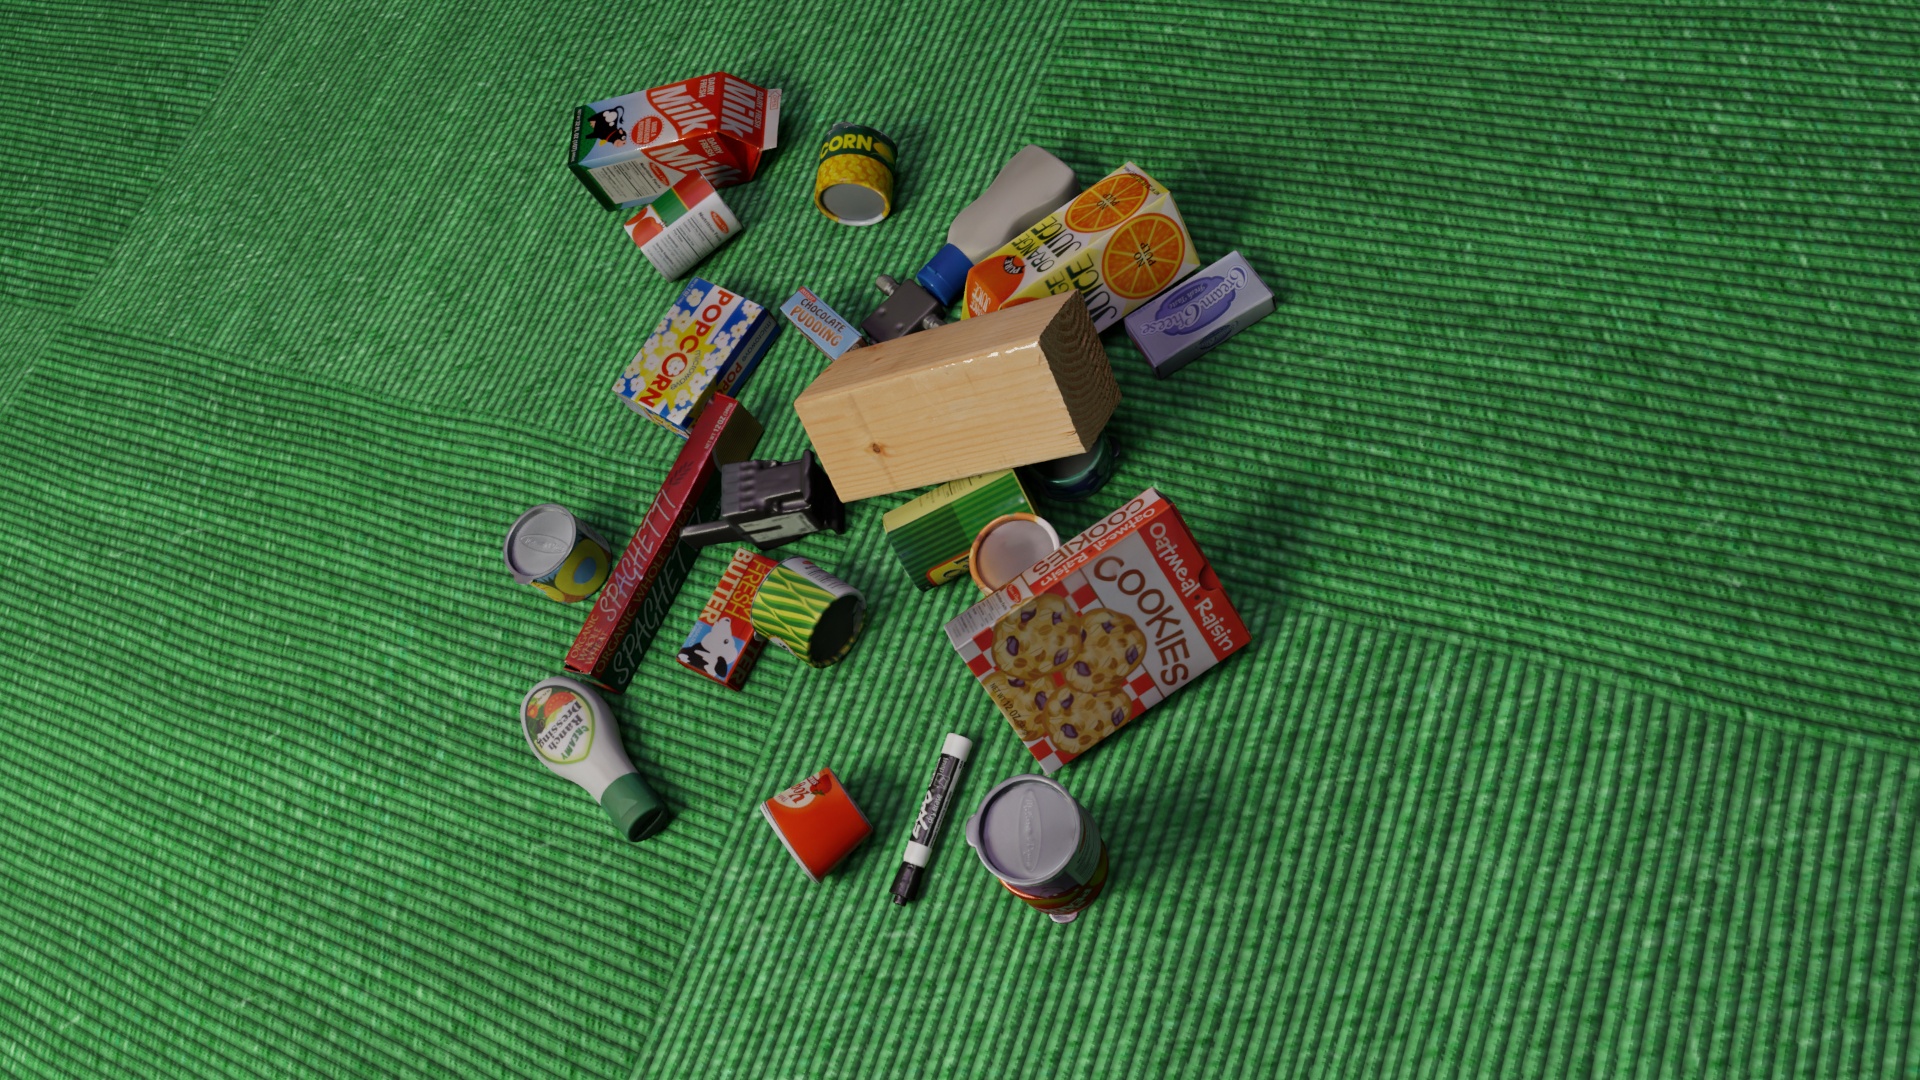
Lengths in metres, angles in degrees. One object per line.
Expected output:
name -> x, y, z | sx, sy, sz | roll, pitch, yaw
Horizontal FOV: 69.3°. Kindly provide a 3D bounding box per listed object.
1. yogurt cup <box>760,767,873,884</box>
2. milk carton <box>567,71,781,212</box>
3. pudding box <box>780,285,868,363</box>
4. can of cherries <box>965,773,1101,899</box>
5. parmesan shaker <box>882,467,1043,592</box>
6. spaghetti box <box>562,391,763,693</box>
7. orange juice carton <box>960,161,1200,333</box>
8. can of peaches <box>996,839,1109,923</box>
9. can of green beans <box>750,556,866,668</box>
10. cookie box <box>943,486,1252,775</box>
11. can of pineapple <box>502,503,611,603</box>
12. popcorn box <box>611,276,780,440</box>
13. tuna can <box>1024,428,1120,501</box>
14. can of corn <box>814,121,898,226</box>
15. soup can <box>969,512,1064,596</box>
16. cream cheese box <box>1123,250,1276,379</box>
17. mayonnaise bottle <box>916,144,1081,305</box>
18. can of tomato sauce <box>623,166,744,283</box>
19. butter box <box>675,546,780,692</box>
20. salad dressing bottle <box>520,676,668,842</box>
yogurt cup -> -0.097, 0.193, 0.956 | 0.054, 0.072, 0.072 | -36, 59, -8
milk carton -> -0.253, -0.366, 1.267 | 0.190, 0.073, 0.072 | -8, 64, 15
pudding box -> -0.105, -0.167, 1.135 | 0.030, 0.049, 0.084 | -45, 60, -3
can of cherries -> 0.045, 0.181, 0.846 | 0.071, 0.058, 0.072 | -7, 65, 16
parmesan shaker -> 0.004, -0.013, 1.018 | 0.103, 0.071, 0.071 | -27, 60, 7
spaghetti box -> -0.232, 0.001, 1.100 | 0.029, 0.050, 0.251 | 18, 73, 27
orange juice carton -> 0.078, -0.198, 1.063 | 0.193, 0.072, 0.072 | -34, 39, 1
can of peaches -> 0.058, 0.207, 0.898 | 0.071, 0.058, 0.071 | -8, 63, 16
can of green beans -> -0.111, 0.053, 1.024 | 0.058, 0.071, 0.071 | 29, 78, 27
cookie box -> 0.093, 0.061, 0.918 | 0.167, 0.122, 0.040 | -34, 26, 1
can of pineapple -> -0.326, 0.012, 1.122 | 0.071, 0.057, 0.071 | -8, 64, 16
popcorn box -> -0.223, -0.154, 1.176 | 0.085, 0.038, 0.127 | 27, 77, 27
tuna can -> 0.082, -0.066, 1.033 | 0.071, 0.032, 0.071 | -8, 64, 16
can of corn -> -0.090, -0.312, 1.186 | 0.071, 0.071, 0.058 | -3, 66, 18
soup can -> 0.046, 0.027, 0.972 | 0.071, 0.083, 0.071 | -8, 64, 16
cream cheese box -> 0.181, -0.172, 1.053 | 0.104, 0.024, 0.053 | -31, 60, 3
mayonnaise bottle -> 0.028, -0.256, 1.137 | 0.148, 0.041, 0.065 | -45, 59, -4
can of tomato sauce -> -0.245, -0.279, 1.228 | 0.083, 0.071, 0.071 | -38, 60, 0
butter box -> -0.170, 0.059, 1.066 | 0.053, 0.024, 0.104 | 21, 74, 27
salad dressing bottle -> -0.273, 0.164, 1.041 | 0.064, 0.044, 0.148 | -47, 60, -4
